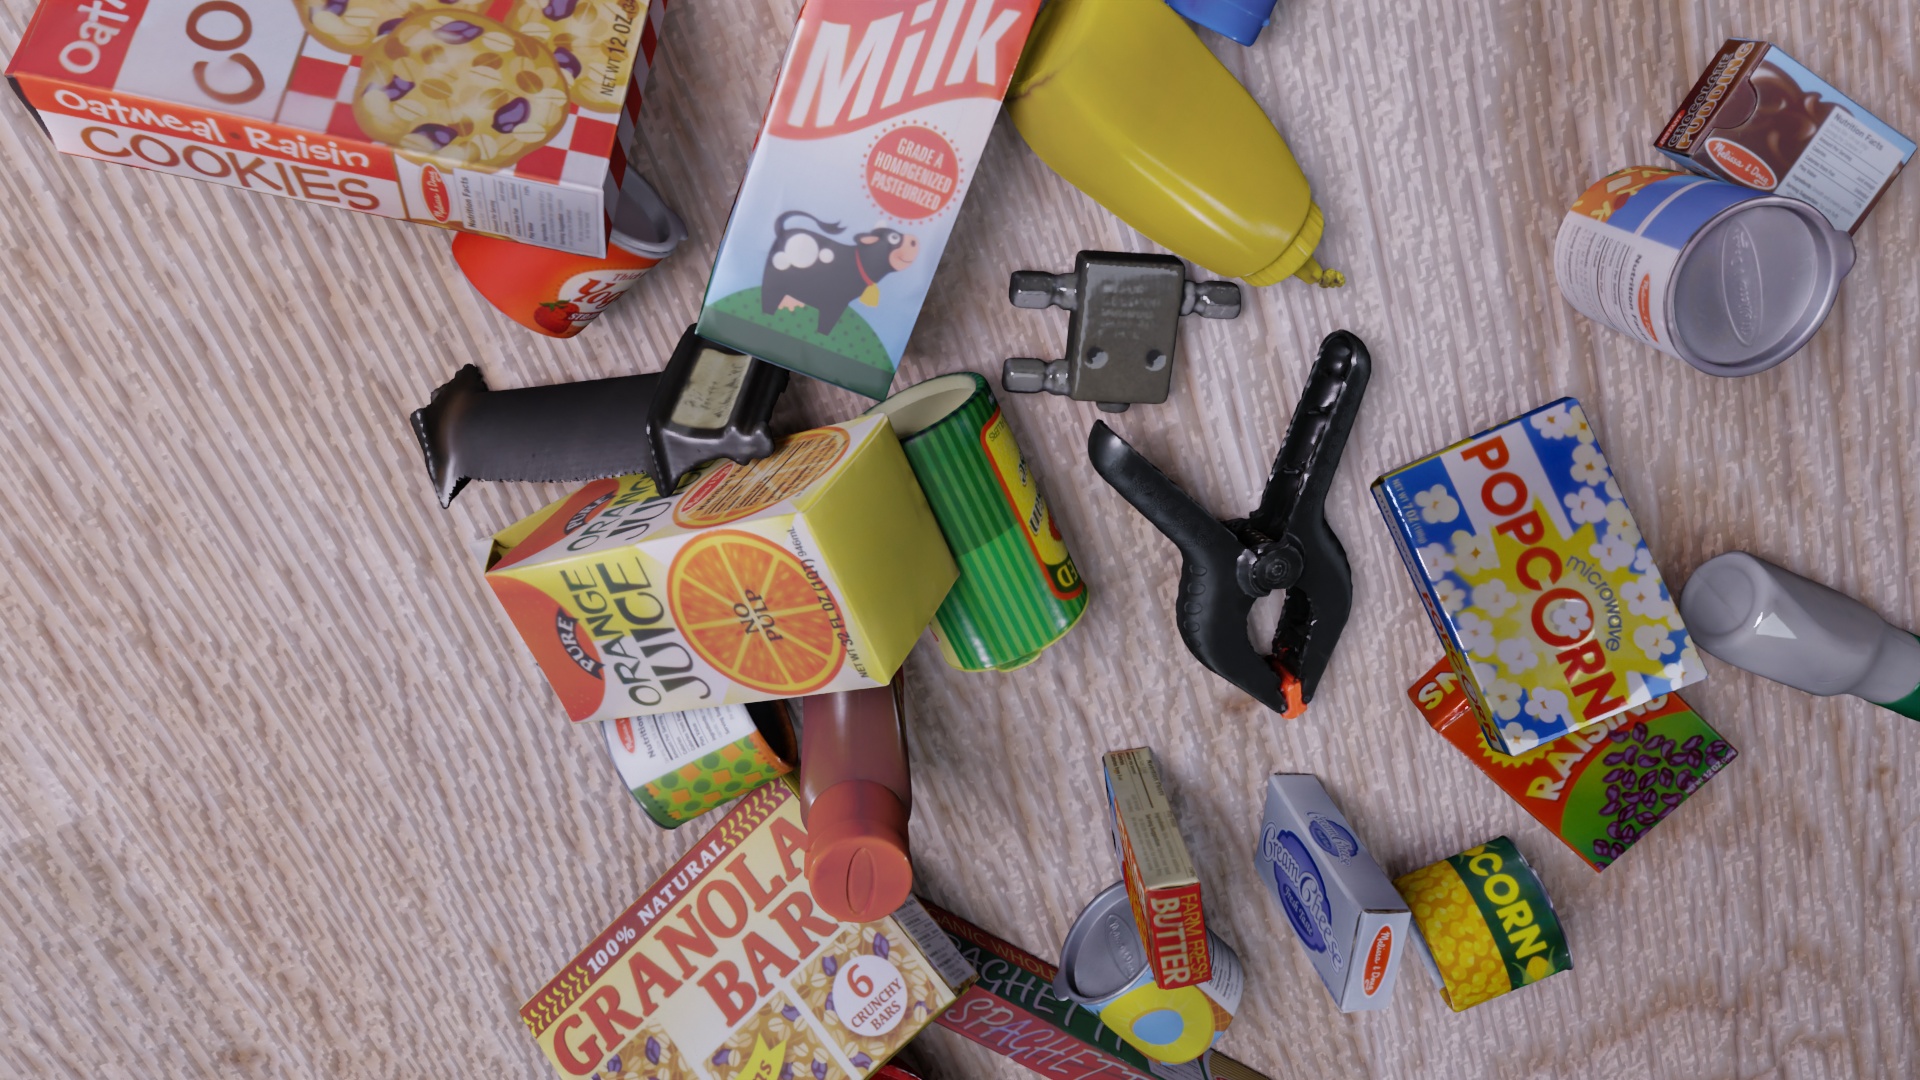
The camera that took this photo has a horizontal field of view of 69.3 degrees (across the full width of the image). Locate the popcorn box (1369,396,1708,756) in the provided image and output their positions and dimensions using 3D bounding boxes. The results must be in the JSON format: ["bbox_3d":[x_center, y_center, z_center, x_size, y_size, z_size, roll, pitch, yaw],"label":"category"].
[{"bbox_3d":[0.237,0.015,0.576,0.085,0.038,0.127,-24,85,5],"label":"popcorn box"}]

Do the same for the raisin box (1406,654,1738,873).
[{"bbox_3d":[0.279,0.084,0.636,0.123,0.040,0.086,39,104,-18],"label":"raisin box"}]

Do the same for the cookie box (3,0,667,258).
[{"bbox_3d":[-0.186,-0.166,0.444,0.167,0.123,0.040,10,155,-10],"label":"cookie box"}]

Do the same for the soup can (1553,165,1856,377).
[{"bbox_3d":[0.282,-0.107,0.534,0.071,0.084,0.071,-2,113,-5],"label":"soup can"}]

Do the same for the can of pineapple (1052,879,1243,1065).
[{"bbox_3d":[0.088,0.202,0.650,0.071,0.071,0.058,-43,110,11],"label":"can of pineapple"}]

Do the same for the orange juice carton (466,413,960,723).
[{"bbox_3d":[-0.105,0.016,0.527,0.192,0.073,0.071,-10,117,30],"label":"orange juice carton"}]

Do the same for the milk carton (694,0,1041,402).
[{"bbox_3d":[-0.028,-0.155,0.488,0.073,0.072,0.189,19,109,-13],"label":"milk carton"}]

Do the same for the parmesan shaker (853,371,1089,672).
[{"bbox_3d":[0.002,-0.007,0.552,0.071,0.071,0.102,-25,113,4],"label":"parmesan shaker"}]

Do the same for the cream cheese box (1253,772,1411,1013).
[{"bbox_3d":[0.162,0.153,0.617,0.024,0.104,0.053,0,113,-10],"label":"cream cheese box"}]

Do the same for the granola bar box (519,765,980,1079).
[{"bbox_3d":[-0.094,0.198,0.602,0.165,0.039,0.124,-44,73,7],"label":"granola bar box"}]

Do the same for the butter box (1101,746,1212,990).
[{"bbox_3d":[0.083,0.139,0.603,0.024,0.104,0.053,-10,114,-1],"label":"butter box"}]

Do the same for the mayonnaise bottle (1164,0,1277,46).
[{"bbox_3d":[0.119,-0.246,0.474,0.041,0.065,0.147,26,112,-1],"label":"mayonnaise bottle"}]

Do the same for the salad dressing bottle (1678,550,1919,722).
[{"bbox_3d":[0.392,0.047,0.624,0.148,0.064,0.043,18,121,-21],"label":"salad dressing bottle"}]

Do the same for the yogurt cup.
[{"bbox_3d":[-0.144,-0.110,0.500,0.072,0.073,0.053,39,112,-19],"label":"yogurt cup"}]

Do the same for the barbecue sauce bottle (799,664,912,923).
[{"bbox_3d":[-0.041,0.089,0.544,0.044,0.149,0.064,3,112,-6],"label":"barbecue sauce bottle"}]

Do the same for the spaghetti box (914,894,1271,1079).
[{"bbox_3d":[0.058,0.239,0.670,0.250,0.050,0.028,32,105,-17],"label":"spaghetti box"}]

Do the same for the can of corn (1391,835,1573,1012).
[{"bbox_3d":[0.245,0.180,0.655,0.058,0.071,0.071,-23,113,5],"label":"can of corn"}]

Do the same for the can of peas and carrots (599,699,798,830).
[{"bbox_3d":[-0.107,0.079,0.580,0.059,0.071,0.070,-26,113,5],"label":"can of peas and carrots"}]

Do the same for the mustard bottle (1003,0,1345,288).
[{"bbox_3d":[0.089,-0.136,0.514,0.160,0.049,0.065,33,73,-29],"label":"mustard bottle"}]

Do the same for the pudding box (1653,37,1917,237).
[{"bbox_3d":[0.325,-0.156,0.548,0.084,0.030,0.049,25,109,-15],"label":"pudding box"}]
